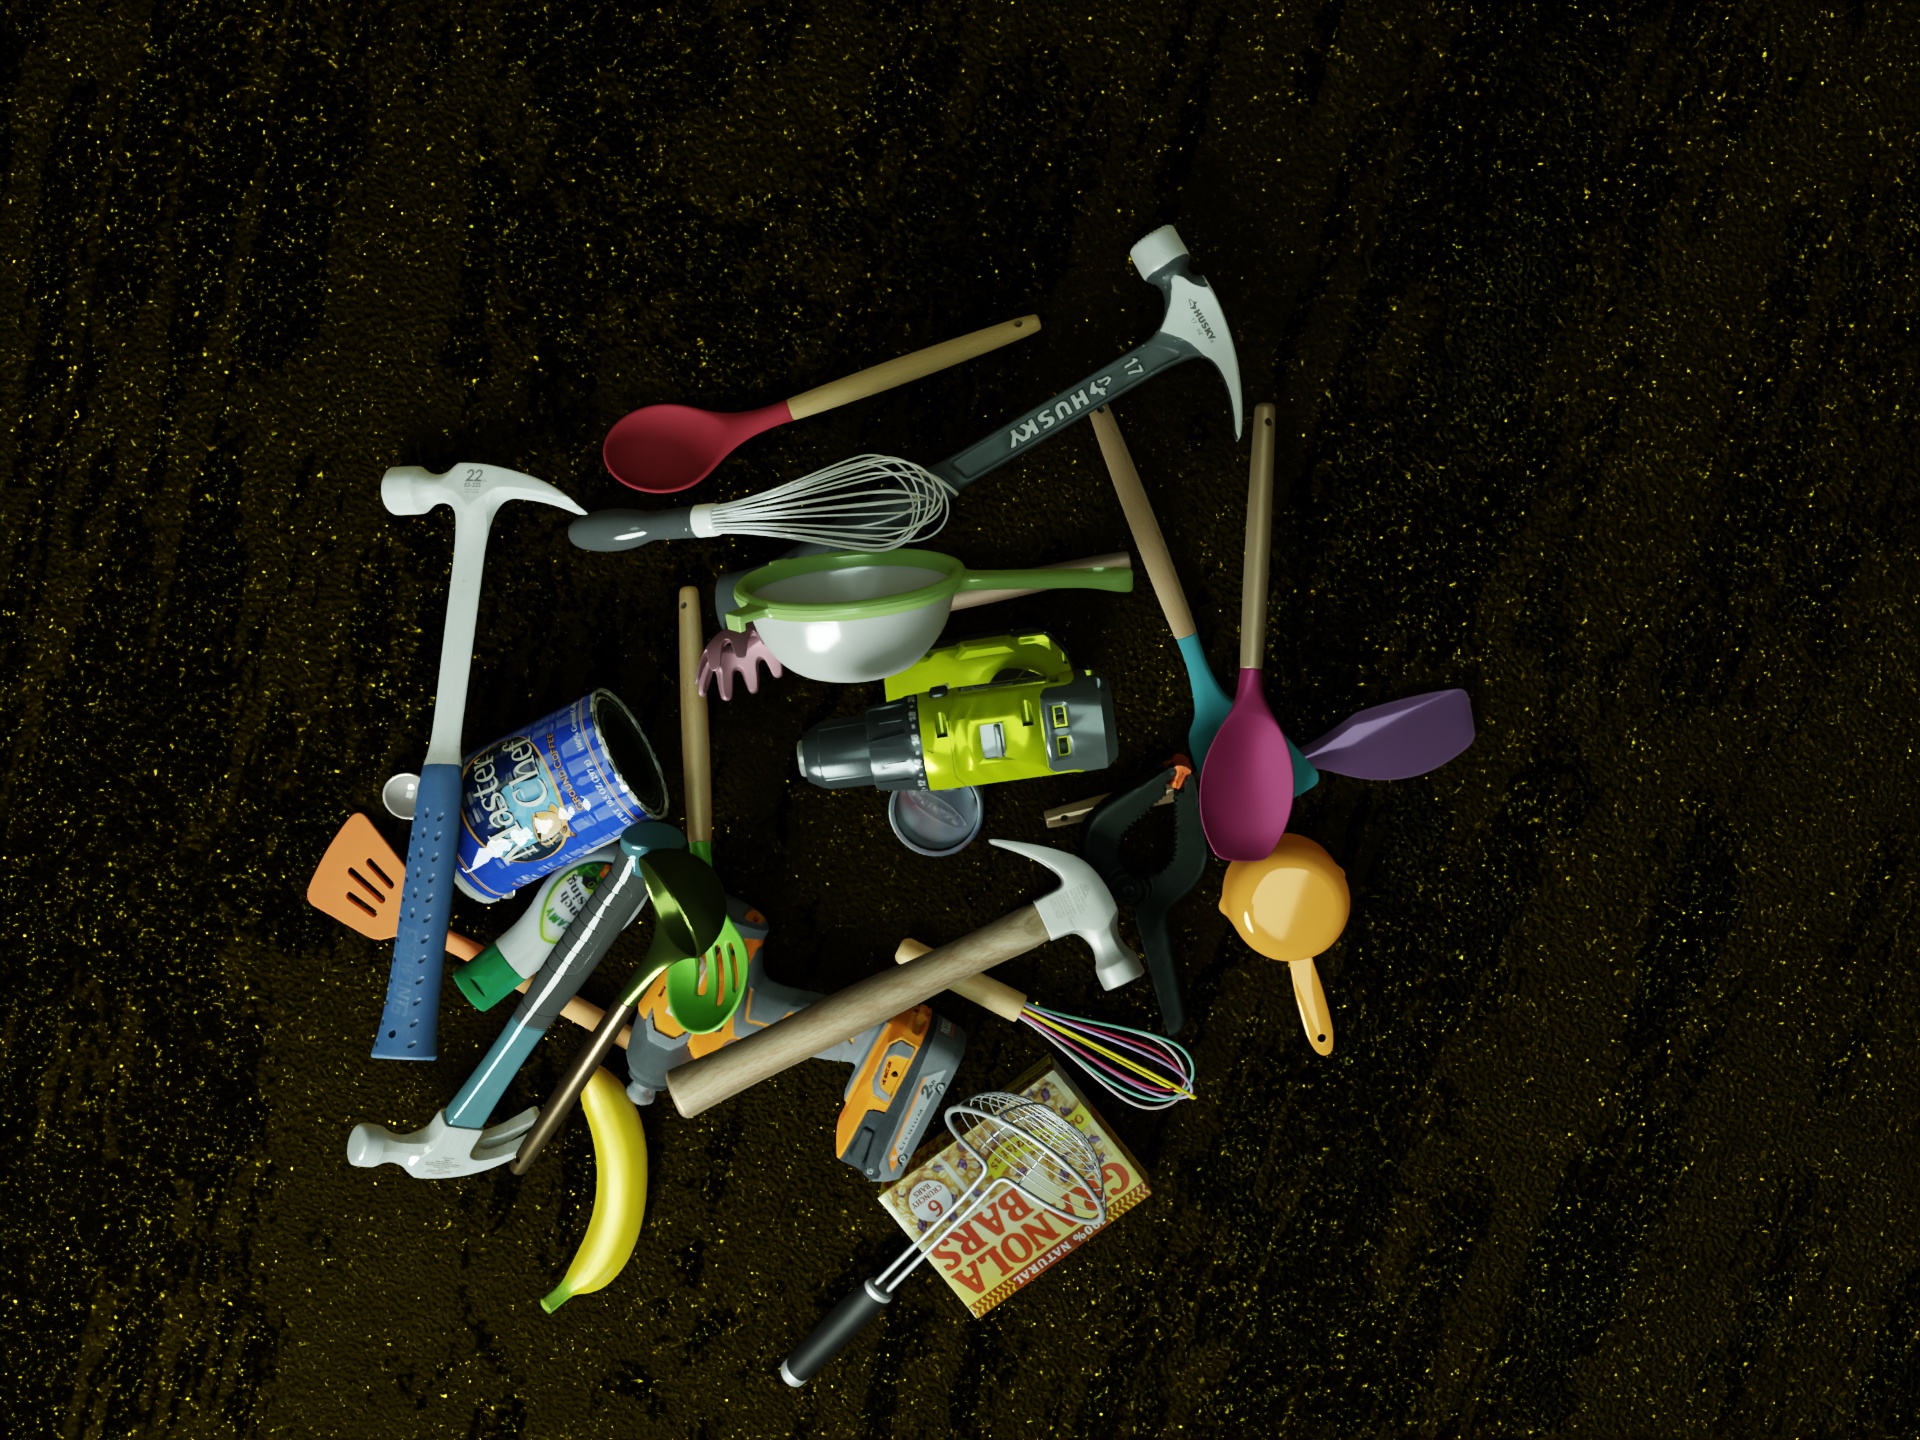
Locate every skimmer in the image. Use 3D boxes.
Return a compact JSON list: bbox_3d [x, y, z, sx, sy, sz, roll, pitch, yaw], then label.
[{"bbox_3d":[-0.032,0.390,1.132,0.127,0.090,0.363,39,114,-2],"label":"skimmer"}]

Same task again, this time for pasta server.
[{"bbox_3d":[-0.032,-0.073,1.115,0.316,0.060,0.040,-13,68,-4],"label":"pasta server"}]

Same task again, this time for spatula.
[{"bbox_3d":[-0.333,0.184,1.183,0.322,0.041,0.081,31,98,-8],"label":"spatula"},{"bbox_3d":[0.215,0.037,1.150,0.316,0.018,0.059,-13,105,2],"label":"spatula"},{"bbox_3d":[0.155,-0.084,1.118,0.082,0.044,0.317,-24,97,-7],"label":"spatula"}]

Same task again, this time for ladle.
[{"bbox_3d":[-0.252,0.213,1.103,0.078,0.062,0.320,49,118,28],"label":"ladle"},{"bbox_3d":[-0.095,-0.226,1.106,0.315,0.031,0.069,-19,74,1],"label":"ladle"}]

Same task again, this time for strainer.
[{"bbox_3d":[-0.017,-0.065,1.029,0.256,0.151,0.069,-1,109,5],"label":"strainer"}]

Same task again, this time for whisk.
[{"bbox_3d":[-0.144,-0.140,1.083,0.284,0.070,0.070,-3,100,19],"label":"whisk"},{"bbox_3d":[0.065,0.221,1.171,0.245,0.047,0.051,27,107,0],"label":"whisk"}]

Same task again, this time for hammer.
[{"bbox_3d":[0.005,-0.170,1.100,0.409,0.036,0.149,-30,91,9],"label":"hammer"},{"bbox_3d":[-0.340,0.020,1.063,0.144,0.035,0.406,0,77,12],"label":"hammer"},{"bbox_3d":[-0.047,0.185,1.101,0.331,0.031,0.130,-24,83,-5],"label":"hammer"},{"bbox_3d":[-0.298,0.202,1.126,0.128,0.033,0.331,22,111,-41],"label":"hammer"}]

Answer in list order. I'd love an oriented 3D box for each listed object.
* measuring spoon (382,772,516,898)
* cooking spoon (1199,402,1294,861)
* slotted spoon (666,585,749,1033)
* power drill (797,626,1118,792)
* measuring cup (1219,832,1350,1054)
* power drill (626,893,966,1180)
[{"bbox_3d":[-0.373,0.086,1.173,0.034,0.018,0.124,-41,103,5],"label":"measuring spoon"},{"bbox_3d":[0.204,-0.062,1.105,0.068,0.017,0.319,4,89,-11],"label":"cooking spoon"},{"bbox_3d":[-0.182,0.060,1.115,0.070,0.031,0.314,-9,81,28],"label":"slotted spoon"},{"bbox_3d":[-0.002,-0.003,1.039,0.190,0.228,0.080,-8,99,2],"label":"power drill"},{"bbox_3d":[0.248,0.170,1.153,0.095,0.052,0.173,-16,97,4],"label":"measuring cup"},{"bbox_3d":[-0.128,0.242,1.157,0.226,0.084,0.164,27,94,0],"label":"power drill"}]
